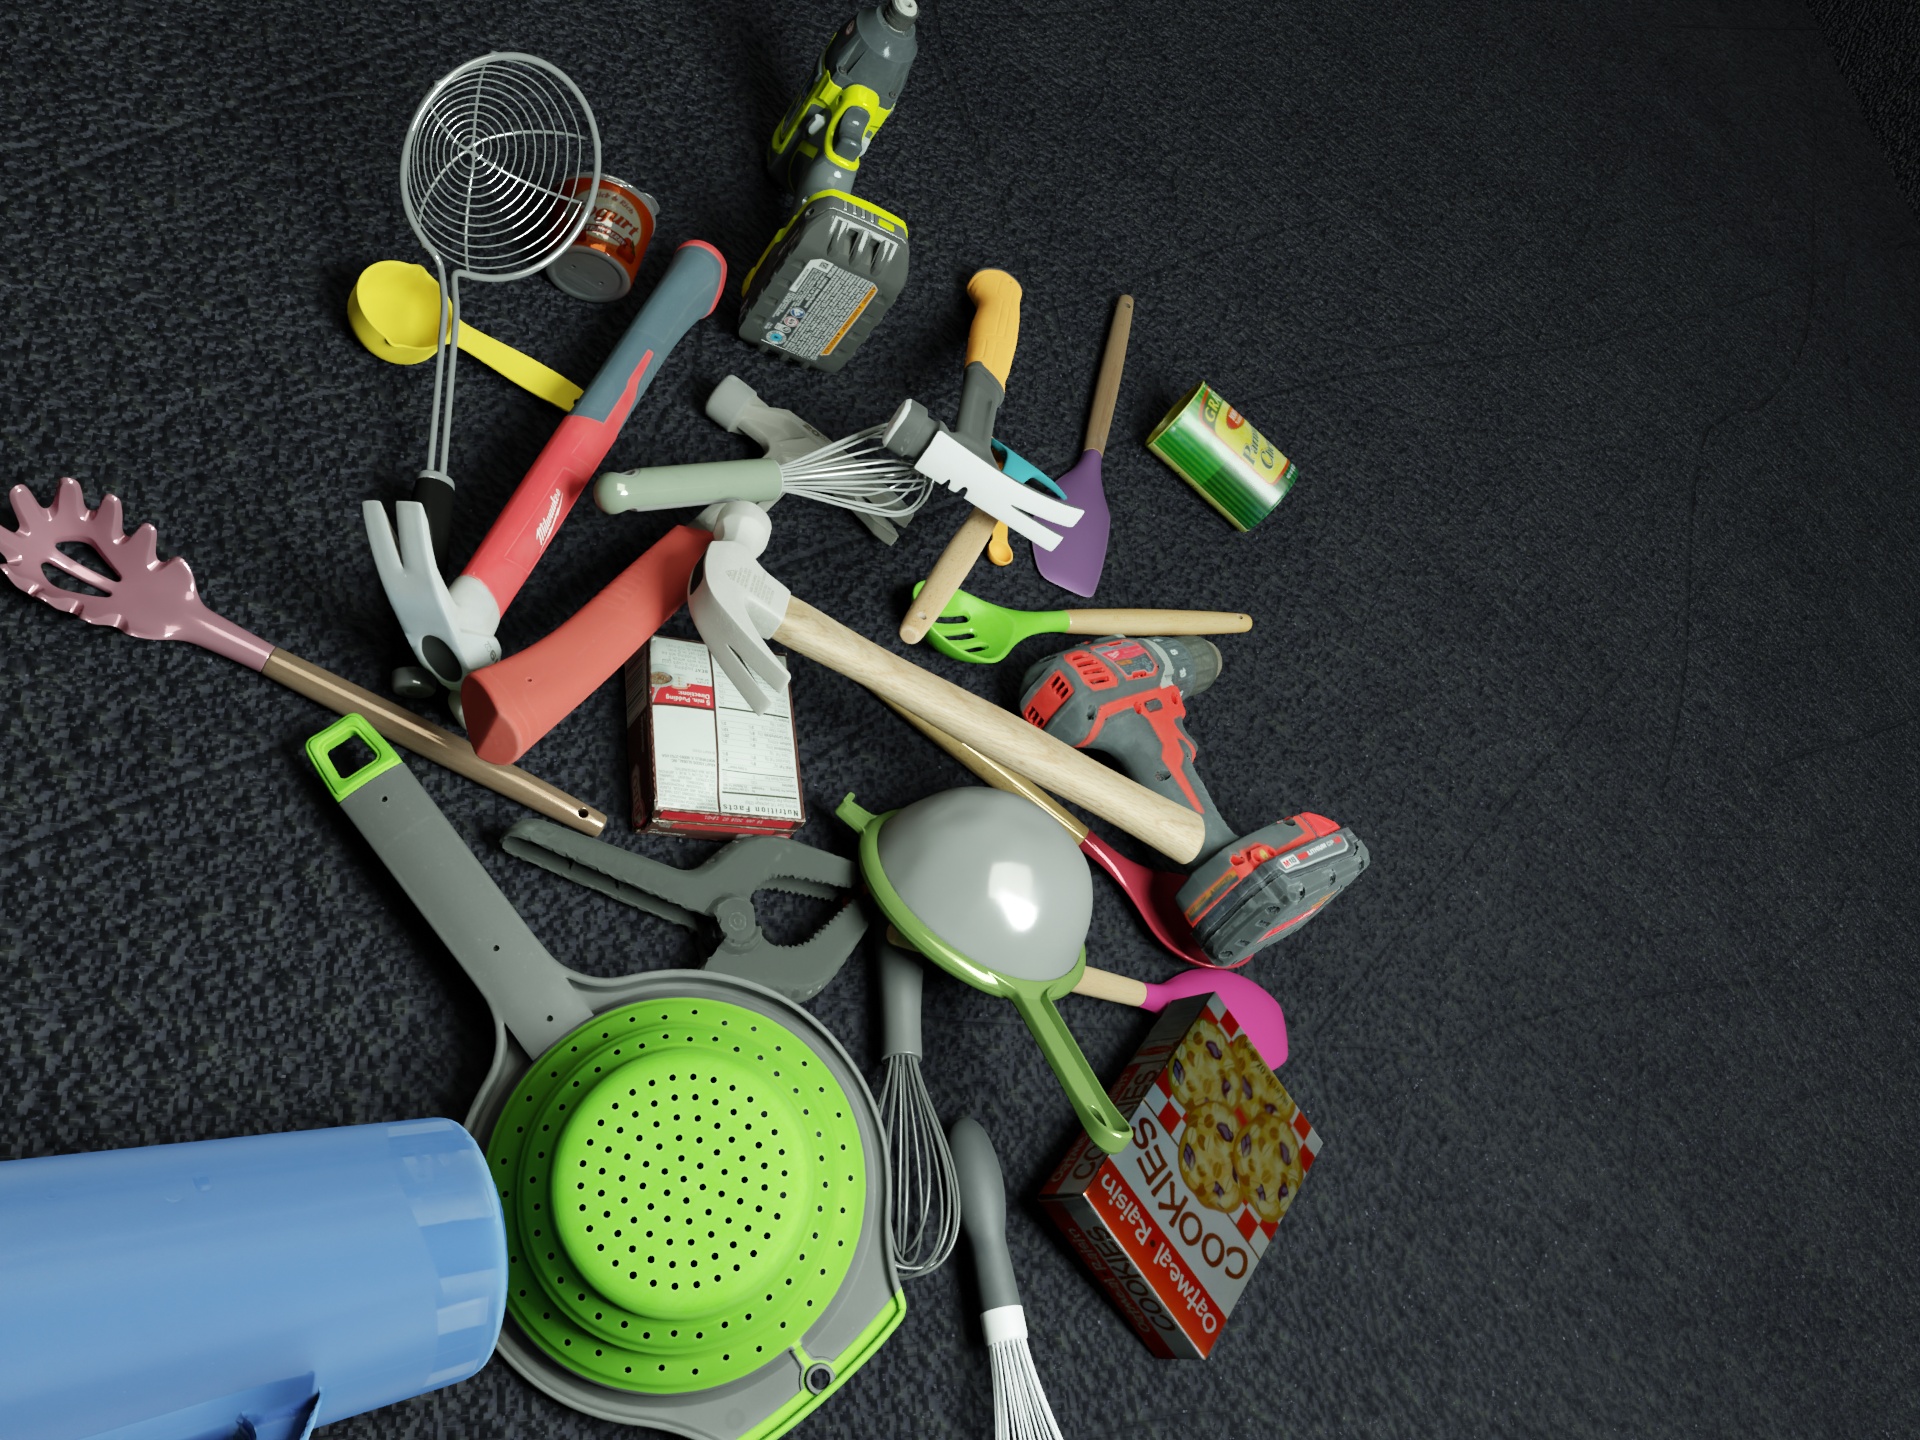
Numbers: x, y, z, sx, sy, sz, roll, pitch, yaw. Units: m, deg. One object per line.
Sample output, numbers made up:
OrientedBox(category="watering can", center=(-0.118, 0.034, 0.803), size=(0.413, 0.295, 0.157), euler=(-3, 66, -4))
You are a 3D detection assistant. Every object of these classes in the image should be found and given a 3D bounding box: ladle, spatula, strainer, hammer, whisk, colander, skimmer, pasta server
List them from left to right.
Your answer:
OrientedBox(category="pasta server", center=(-0.318, -0.019, 0.792), size=(0.316, 0.040, 0.060), euler=(30, 63, -18))
OrientedBox(category="skimmer", center=(-0.261, -0.191, 0.868), size=(0.127, 0.090, 0.363), euler=(31, 53, -56))
OrientedBox(category="colander", center=(-0.176, 0.144, 0.719), size=(0.204, 0.094, 0.397), euler=(-37, 82, -21))
OrientedBox(category="hammer", center=(-0.216, -0.178, 0.908), size=(0.038, 0.143, 0.387), euler=(4, 47, 14))
OrientedBox(category="hammer", center=(-0.153, -0.080, 0.895), size=(0.149, 0.036, 0.359), euler=(38, 39, -4))
OrientedBox(category="whisk", center=(-0.105, -0.141, 0.933), size=(0.246, 0.058, 0.059), euler=(-13, 108, -41))
OrientedBox(category="whisk", center=(-0.030, 0.181, 0.863), size=(0.055, 0.055, 0.239), euler=(16, 53, -26))
OrientedBox(category="hammer", center=(-0.001, -0.003, 0.888), size=(0.331, 0.031, 0.130), euler=(29, 35, -16))
OrientedBox(category="spatula", center=(0.011, -0.119, 1.003), size=(0.082, 0.044, 0.318), euler=(37, 35, -5))
OrientedBox(category="hammer", center=(0.024, -0.231, 1.076), size=(0.127, 0.034, 0.337), euler=(30, 31, -15))
OrientedBox(category="whisk", center=(0.028, 0.340, 0.803), size=(0.070, 0.070, 0.285), euler=(6, 55, -31))
OrientedBox(category="strainer", center=(0.041, 0.114, 0.860), size=(0.151, 0.069, 0.257), euler=(16, 28, -36))
OrientedBox(category="ladle", center=(0.057, 0.059, 1.005), size=(0.315, 0.031, 0.069), euler=(37, 41, -8))
OrientedBox(category="spatula", center=(0.101, -0.219, 1.203), size=(0.059, 0.018, 0.316), euler=(24, 53, -13))

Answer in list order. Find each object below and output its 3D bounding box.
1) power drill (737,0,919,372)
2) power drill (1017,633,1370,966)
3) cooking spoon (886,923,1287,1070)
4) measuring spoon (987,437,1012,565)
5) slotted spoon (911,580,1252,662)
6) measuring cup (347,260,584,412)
OrientedBox(category="power drill", center=(-0.082, -0.363, 1.066), size=(0.080, 0.171, 0.223), euler=(17, 59, -25))
OrientedBox(category="power drill", center=(0.160, 0.033, 1.041), size=(0.188, 0.080, 0.227), euler=(-15, 60, -47))
OrientedBox(category="cooking spoon", center=(0.088, 0.159, 0.952), size=(0.318, 0.017, 0.069), euler=(19, 54, -33))
OrientedBox(category="measuring spoon", center=(0.022, -0.155, 1.120), size=(0.021, 0.011, 0.117), euler=(16, 52, -29))
OrientedBox(category="slotted spoon", center=(0.091, -0.066, 1.101), size=(0.313, 0.031, 0.070), euler=(-3, 51, -37))
OrientedBox(category="measuring cup", center=(-0.287, -0.213, 0.941), size=(0.156, 0.029, 0.062), euler=(27, 54, -33))
